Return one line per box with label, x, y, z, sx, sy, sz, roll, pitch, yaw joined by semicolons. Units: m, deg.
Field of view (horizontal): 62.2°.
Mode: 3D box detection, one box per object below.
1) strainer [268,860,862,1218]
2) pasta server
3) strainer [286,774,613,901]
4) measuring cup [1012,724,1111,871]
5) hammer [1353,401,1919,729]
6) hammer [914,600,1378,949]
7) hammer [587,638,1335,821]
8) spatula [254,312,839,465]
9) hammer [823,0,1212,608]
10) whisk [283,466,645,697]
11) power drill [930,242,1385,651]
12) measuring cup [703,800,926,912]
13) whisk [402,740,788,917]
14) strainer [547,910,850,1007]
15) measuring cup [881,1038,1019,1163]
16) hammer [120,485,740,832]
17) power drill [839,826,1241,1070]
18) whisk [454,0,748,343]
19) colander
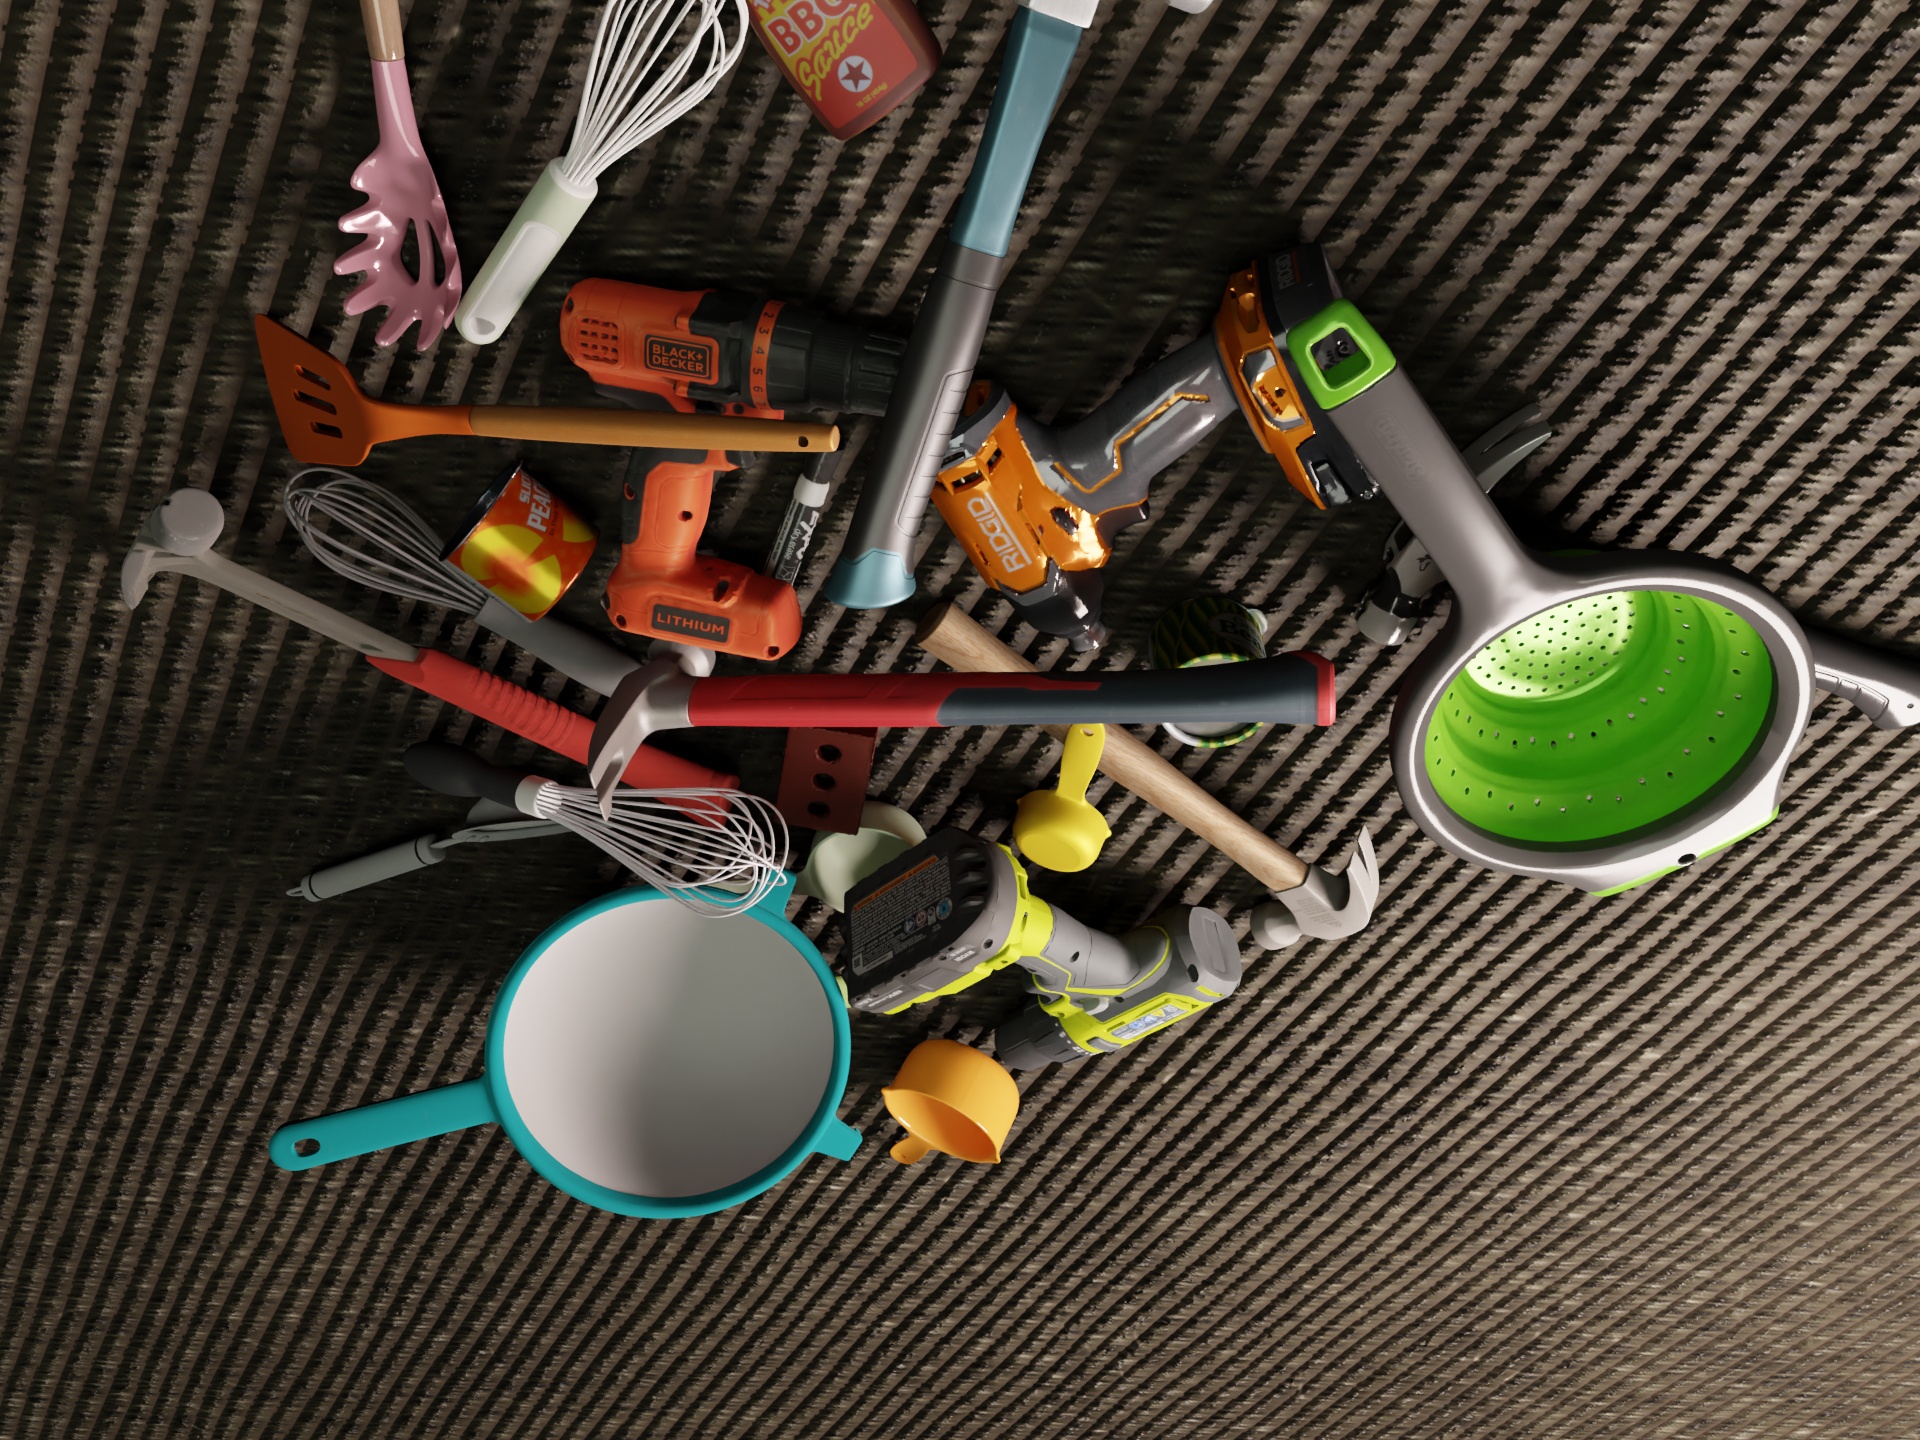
strainer;-0.237;0.201;0.965;0.340;0.095;0.211;-14;105;-4
pasta server;-0.262;-0.321;0.706;0.060;0.040;0.316;10;126;8
strainer;-0.329;0.077;1.003;0.258;0.050;0.086;-18;168;21
measuring cup;0.063;0.045;0.934;0.062;0.029;0.156;19;150;7
hammer;0.399;-0.063;0.874;0.334;0.035;0.146;16;126;-10
hammer;0.114;0.033;0.939;0.331;0.031;0.130;35;149;-16
hammer;-0.001;-0.003;0.835;0.386;0.143;0.038;-1;125;12
spatula;-0.213;-0.151;0.786;0.322;0.041;0.081;5;122;13
hammer;0.004;-0.202;0.725;0.128;0.033;0.331;10;114;-23
whisk;-0.265;-0.068;0.892;0.238;0.055;0.055;31;122;-25
power drill;0.103;-0.127;0.812;0.226;0.084;0.164;-20;124;22
measuring cup;-0.100;0.092;1.008;0.167;0.038;0.083;-9;126;13
whisk;-0.215;0.051;0.896;0.285;0.070;0.070;13;132;29
strainer;-0.145;0.177;1.060;0.256;0.069;0.151;-5;107;-11
measuring cup;-0.015;0.279;1.140;0.095;0.052;0.173;32;149;0
hammer;-0.291;-0.020;0.913;0.358;0.037;0.149;28;155;-25
power drill;0.037;0.157;1.000;0.228;0.080;0.190;25;136;-37
whisk;-0.174;-0.254;0.731;0.057;0.059;0.246;20;139;-33
colander;0.269;-0.070;0.786;0.204;0.095;0.396;-31;123;23
